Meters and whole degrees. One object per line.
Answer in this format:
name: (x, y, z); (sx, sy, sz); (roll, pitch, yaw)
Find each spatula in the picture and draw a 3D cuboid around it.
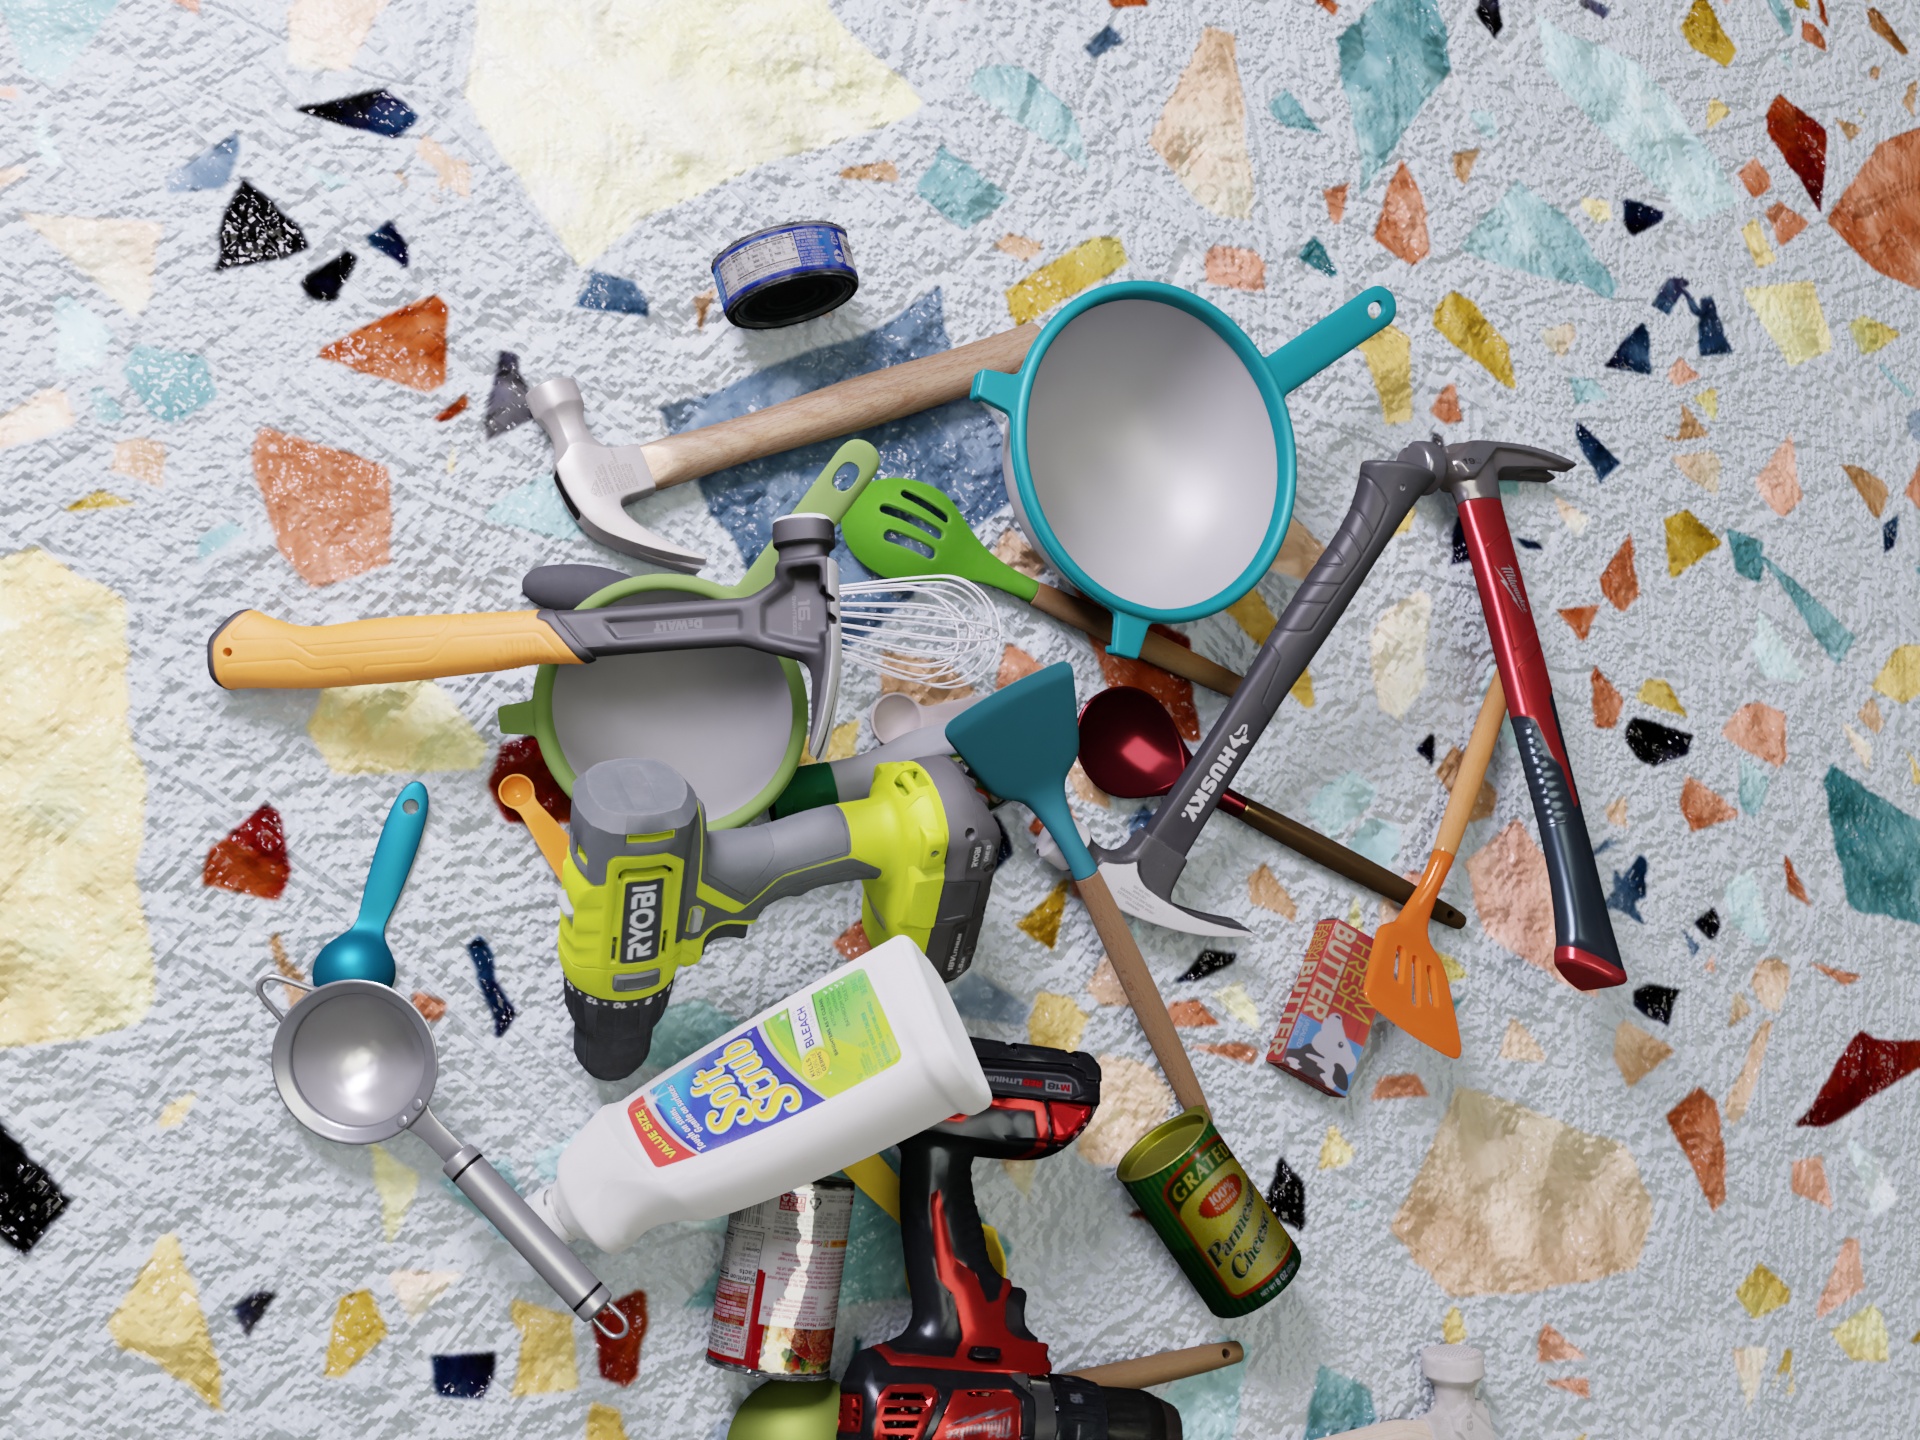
spatula: (0.336, 0.069, 1.063); (0.081, 0.041, 0.323); (34, 64, -14)
spatula: (0.087, 0.117, 0.946); (0.082, 0.044, 0.317); (-28, 103, -9)

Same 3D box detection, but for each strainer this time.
strainer: (-0.262, 0.222, 0.818); (0.258, 0.050, 0.087); (45, 94, 5)
strainer: (0.150, -0.195, 1.036); (0.340, 0.095, 0.211); (-36, 103, -27)
strainer: (-0.126, -0.052, 0.889); (0.151, 0.069, 0.256); (37, 98, -7)

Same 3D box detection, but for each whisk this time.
whisk: (-0.113, -0.066, 0.941); (0.284, 0.070, 0.070); (6, 78, -13)

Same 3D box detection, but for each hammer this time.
hammer: (0.402, -0.011, 1.088); (0.143, 0.038, 0.386); (-1, 72, -25)
hammer: (0.195, -0.019, 0.992); (0.146, 0.035, 0.335); (33, 90, -16)
hammer: (0.137, 0.468, 0.933); (0.410, 0.038, 0.146); (0, 81, -19)
hammer: (-0.229, -0.034, 0.831); (0.337, 0.034, 0.127); (-3, 81, 5)
hammer: (-0.087, -0.186, 0.983); (0.331, 0.031, 0.130); (-22, 87, -22)

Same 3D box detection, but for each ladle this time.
ladle: (0.022, 0.391, 0.909); (0.320, 0.062, 0.078); (0, 62, -26)
ladle: (0.205, 0.067, 1.039); (0.315, 0.031, 0.069); (28, 84, -14)

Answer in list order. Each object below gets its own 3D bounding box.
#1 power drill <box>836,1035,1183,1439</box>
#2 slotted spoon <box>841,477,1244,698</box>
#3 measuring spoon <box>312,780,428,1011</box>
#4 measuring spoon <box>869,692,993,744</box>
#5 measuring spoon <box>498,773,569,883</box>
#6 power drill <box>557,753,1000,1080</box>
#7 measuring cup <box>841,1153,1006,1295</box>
power drill: (0.033, 0.299, 0.874); (0.187, 0.080, 0.227); (11, 64, -16)
slotted spoon: (0.070, -0.074, 1.020); (0.313, 0.031, 0.070); (24, 70, -15)
measuring spoon: (-0.312, 0.093, 0.854); (0.042, 0.021, 0.129); (18, 75, -15)
measuring spoon: (-0.002, -0.003, 0.990); (0.124, 0.018, 0.034); (-6, 85, -27)
measuring spoon: (-0.222, 0.080, 0.897); (0.021, 0.011, 0.117); (-37, 97, -23)
power drill: (-0.105, 0.105, 0.866); (0.228, 0.080, 0.190); (-6, 125, -26)
measuring cup: (-0.039, 0.280, 0.917); (0.156, 0.029, 0.062); (45, 60, 7)
